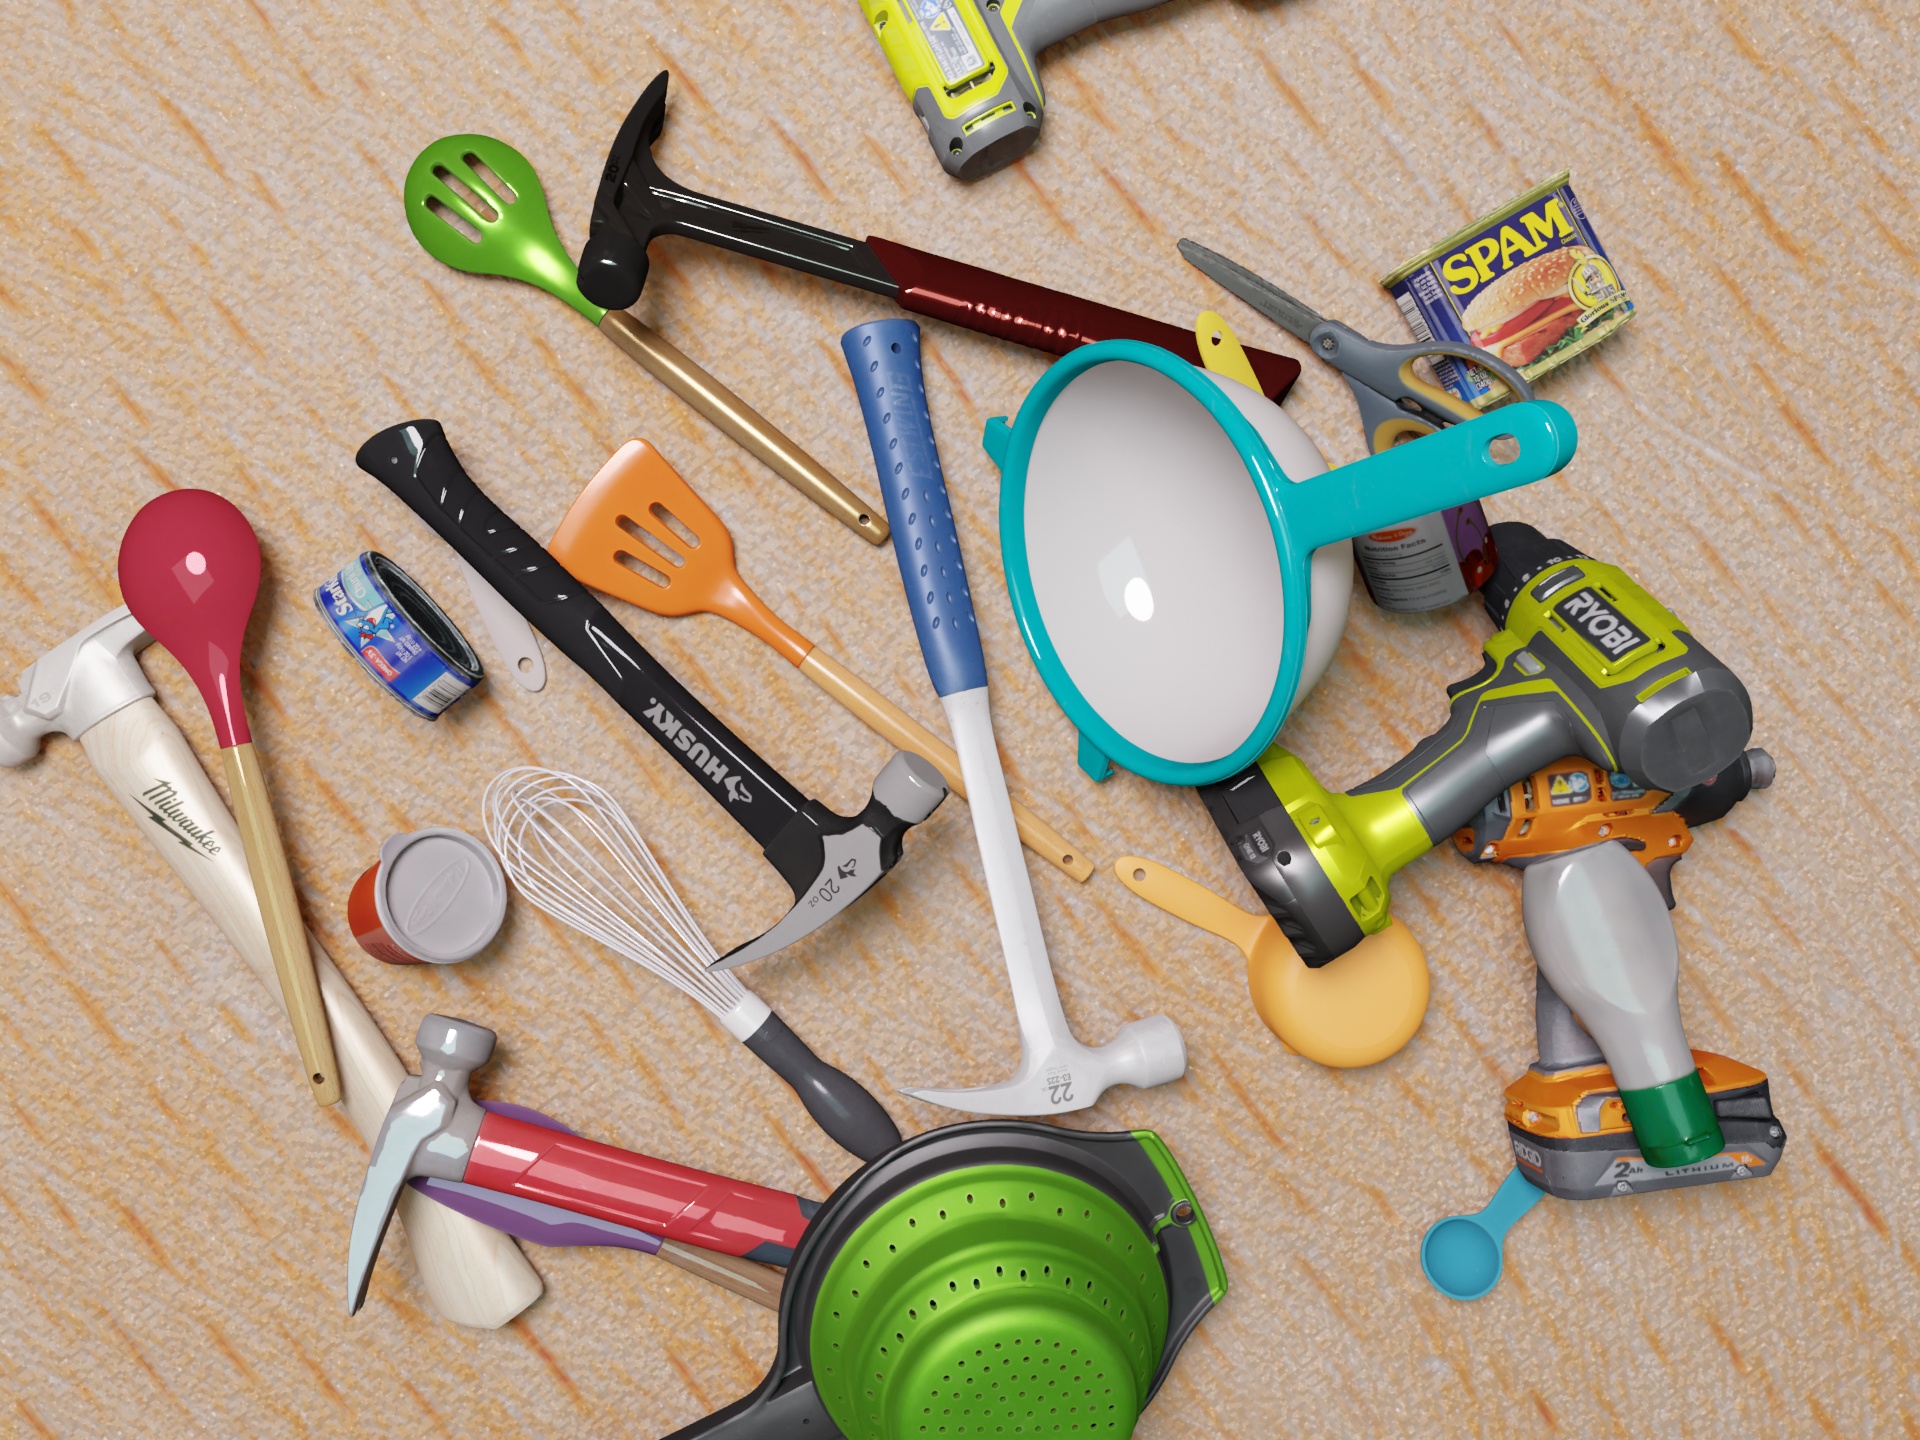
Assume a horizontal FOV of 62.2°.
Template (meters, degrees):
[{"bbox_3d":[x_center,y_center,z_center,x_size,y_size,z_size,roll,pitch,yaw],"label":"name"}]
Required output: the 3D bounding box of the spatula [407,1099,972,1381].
[{"bbox_3d":[-0.129,0.275,0.815,0.316,0.018,0.060,27,76,-7],"label":"spatula"}]

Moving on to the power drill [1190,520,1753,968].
[{"bbox_3d":[0.230,0.001,0.769,0.228,0.191,0.080,-32,123,8],"label":"power drill"}]

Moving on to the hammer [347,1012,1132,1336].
[{"bbox_3d":[-0.100,0.268,0.793,0.386,0.038,0.143,18,77,-8],"label":"hammer"}]

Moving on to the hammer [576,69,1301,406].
[{"bbox_3d":[-0.001,-0.222,0.803,0.359,0.036,0.149,14,55,-8],"label":"hammer"}]

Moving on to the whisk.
[{"bbox_3d":[-0.133,0.129,0.810,0.070,0.070,0.284,-45,96,0],"label":"whisk"}]

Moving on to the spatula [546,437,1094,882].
[{"bbox_3d":[-0.061,-0.017,0.817,0.322,0.041,0.081,37,92,-2],"label":"spatula"}]

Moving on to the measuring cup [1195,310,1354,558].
[{"bbox_3d":[0.160,-0.137,0.790,0.062,0.029,0.156,-43,122,-10],"label":"measuring cup"}]

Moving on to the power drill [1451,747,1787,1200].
[{"bbox_3d":[0.343,0.114,0.805,0.164,0.084,0.226,-7,85,-1],"label":"power drill"}]

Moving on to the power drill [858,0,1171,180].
[{"bbox_3d":[0.055,-0.401,0.800,0.223,0.080,0.171,-27,91,2],"label":"power drill"}]

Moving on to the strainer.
[{"bbox_3d":[0.148,-0.089,0.707,0.095,0.340,0.211,-18,92,-32],"label":"strainer"}]

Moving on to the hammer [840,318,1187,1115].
[{"bbox_3d":[-0.001,-0.003,0.797,0.144,0.035,0.405,-12,85,-19],"label":"hammer"}]

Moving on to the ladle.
[{"bbox_3d":[-0.352,0.038,0.785,0.069,0.031,0.315,-14,92,-4],"label":"ladle"}]

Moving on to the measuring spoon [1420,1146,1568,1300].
[{"bbox_3d":[0.291,0.251,0.840,0.042,0.021,0.128,44,80,11],"label":"measuring spoon"}]

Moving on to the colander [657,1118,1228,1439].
[{"bbox_3d":[-0.054,0.335,0.738,0.397,0.094,0.204,-26,105,-2],"label":"colander"}]

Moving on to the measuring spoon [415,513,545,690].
[{"bbox_3d":[-0.247,-0.071,0.824,0.034,0.018,0.124,-26,92,-1],"label":"measuring spoon"}]

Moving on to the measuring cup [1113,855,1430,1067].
[{"bbox_3d":[0.159,0.115,0.815,0.173,0.052,0.095,28,90,-3],"label":"measuring cup"}]

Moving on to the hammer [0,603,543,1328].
[{"bbox_3d":[-0.332,0.126,0.815,0.146,0.038,0.410,-33,91,-2],"label":"hammer"}]

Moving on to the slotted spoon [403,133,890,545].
[{"bbox_3d":[-0.160,-0.194,0.821,0.313,0.031,0.070,39,89,-2],"label":"slotted spoon"}]

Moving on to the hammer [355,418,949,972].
[{"bbox_3d":[-0.171,-0.025,0.772,0.335,0.035,0.146,43,108,7],"label":"hammer"}]
